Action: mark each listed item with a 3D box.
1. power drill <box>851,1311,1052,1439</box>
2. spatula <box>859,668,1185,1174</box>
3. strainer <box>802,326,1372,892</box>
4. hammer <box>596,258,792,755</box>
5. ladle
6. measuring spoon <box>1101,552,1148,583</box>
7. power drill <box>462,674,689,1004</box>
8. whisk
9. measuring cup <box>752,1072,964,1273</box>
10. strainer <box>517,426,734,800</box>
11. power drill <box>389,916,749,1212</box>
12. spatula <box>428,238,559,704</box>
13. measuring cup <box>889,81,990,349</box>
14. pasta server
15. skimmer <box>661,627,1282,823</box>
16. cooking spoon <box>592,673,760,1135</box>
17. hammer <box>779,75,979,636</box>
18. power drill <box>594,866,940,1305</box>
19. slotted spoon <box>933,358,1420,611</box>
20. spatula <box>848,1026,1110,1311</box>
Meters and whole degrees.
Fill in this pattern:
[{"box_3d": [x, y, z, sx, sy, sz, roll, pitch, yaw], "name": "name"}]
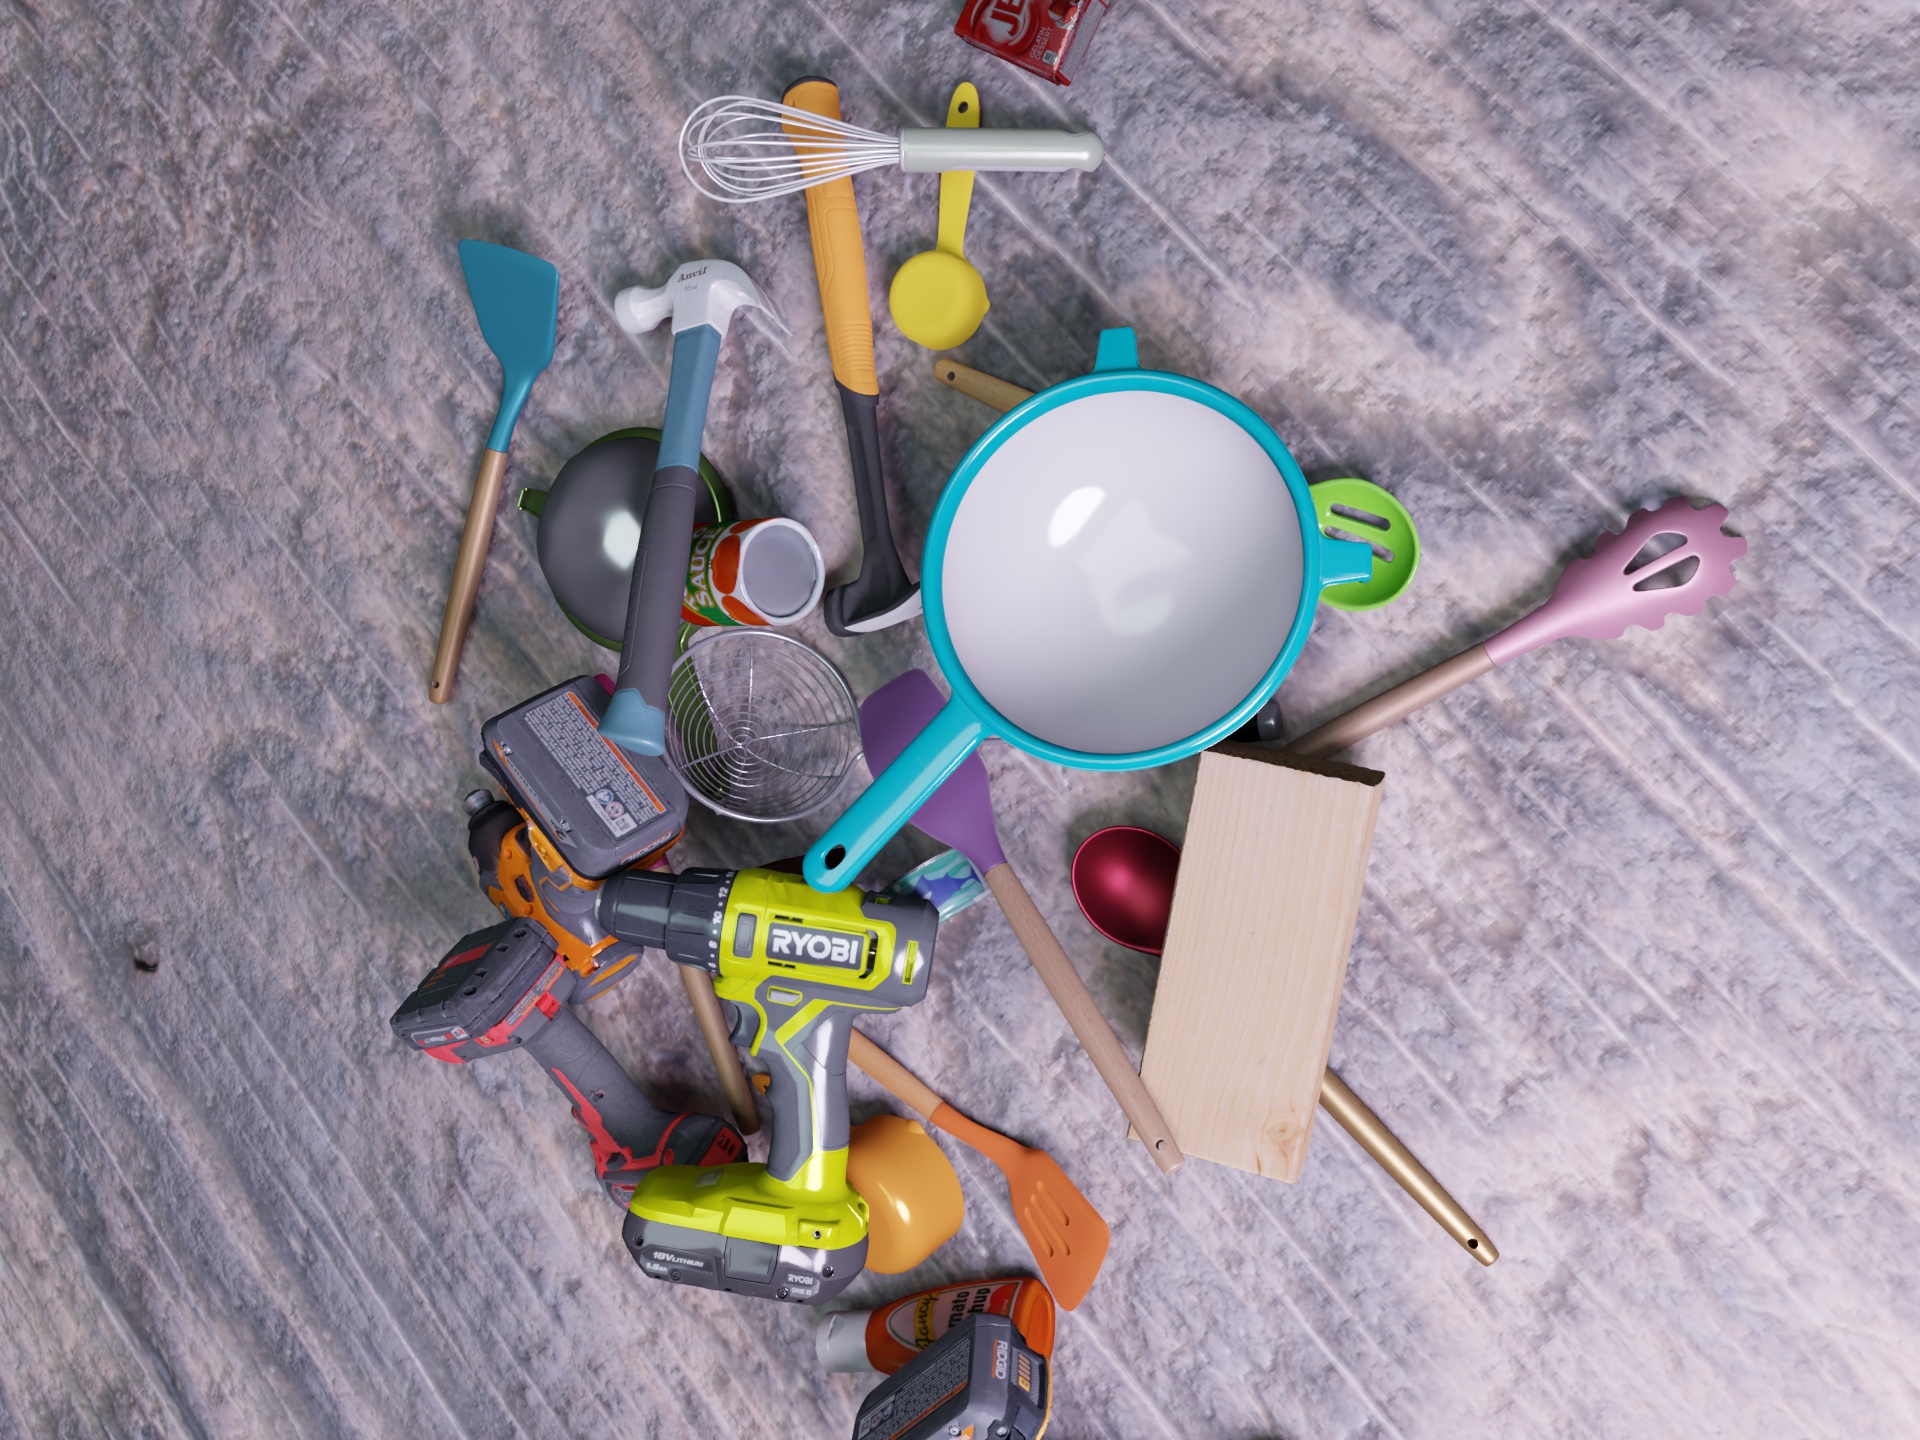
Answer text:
[{"box_3d": [0.074, 0.428, 0.889, 0.226, 0.084, 0.185, 41, 111, -14], "name": "power drill"}, {"box_3d": [0.030, 0.103, 0.857, 0.060, 0.018, 0.316, -34, 65, 2], "name": "spatula"}, {"box_3d": [0.048, -0.028, 0.866, 0.340, 0.095, 0.211, -46, 71, 10], "name": "strainer"}, {"box_3d": [-0.173, -0.135, 0.953, 0.128, 0.033, 0.331, -8, 65, 29], "name": "hammer"}, {"box_3d": [0.182, 0.180, 0.893, 0.315, 0.031, 0.069, 46, 108, 13], "name": "ladle"}, {"box_3d": [0.065, -0.078, 0.938, 0.128, 0.021, 0.042, -31, 80, 13], "name": "measuring spoon"}, {"box_3d": [-0.256, 0.070, 1.004, 0.164, 0.084, 0.226, 49, 145, 13], "name": "power drill"}, {"box_3d": [-0.041, -0.328, 0.918, 0.246, 0.058, 0.059, 1, 112, 2], "name": "whisk"}, {"box_3d": [-0.080, 0.275, 0.987, 0.174, 0.052, 0.095, 26, 124, 28], "name": "measuring cup"}, {"box_3d": [-0.209, -0.068, 1.024, 0.151, 0.069, 0.256, -22, 83, 23], "name": "strainer"}, {"box_3d": [-0.246, 0.232, 1.012, 0.143, 0.079, 0.219, -21, 115, 47], "name": "power drill"}, {"box_3d": [-0.331, -0.161, 1.087, 0.082, 0.044, 0.317, 20, 102, 18], "name": "spatula"}, {"box_3d": [-0.010, -0.301, 0.946, 0.062, 0.029, 0.156, 10, 100, 23], "name": "measuring cup"}, {"box_3d": [0.259, -0.023, 0.850, 0.316, 0.040, 0.060, -31, 81, 26], "name": "pasta server"}, {"box_3d": [-0.001, -0.003, 0.927, 0.363, 0.090, 0.127, -3, 63, 22], "name": "skimmer"}, {"box_3d": [-0.192, 0.121, 1.049, 0.069, 0.017, 0.319, -23, 86, 46], "name": "cooking spoon"}, {"box_3d": [-0.062, -0.225, 0.953, 0.127, 0.034, 0.337, -16, 82, 54], "name": "hammer"}, {"box_3d": [-0.121, 0.195, 0.898, 0.190, 0.080, 0.228, 9, 93, 2], "name": "power drill"}, {"box_3d": [0.116, -0.146, 0.903, 0.314, 0.031, 0.070, 28, 113, 22], "name": "slotted spoon"}, {"box_3d": [-0.038, 0.231, 0.982, 0.323, 0.041, 0.081, 34, 127, 20], "name": "spatula"}]
